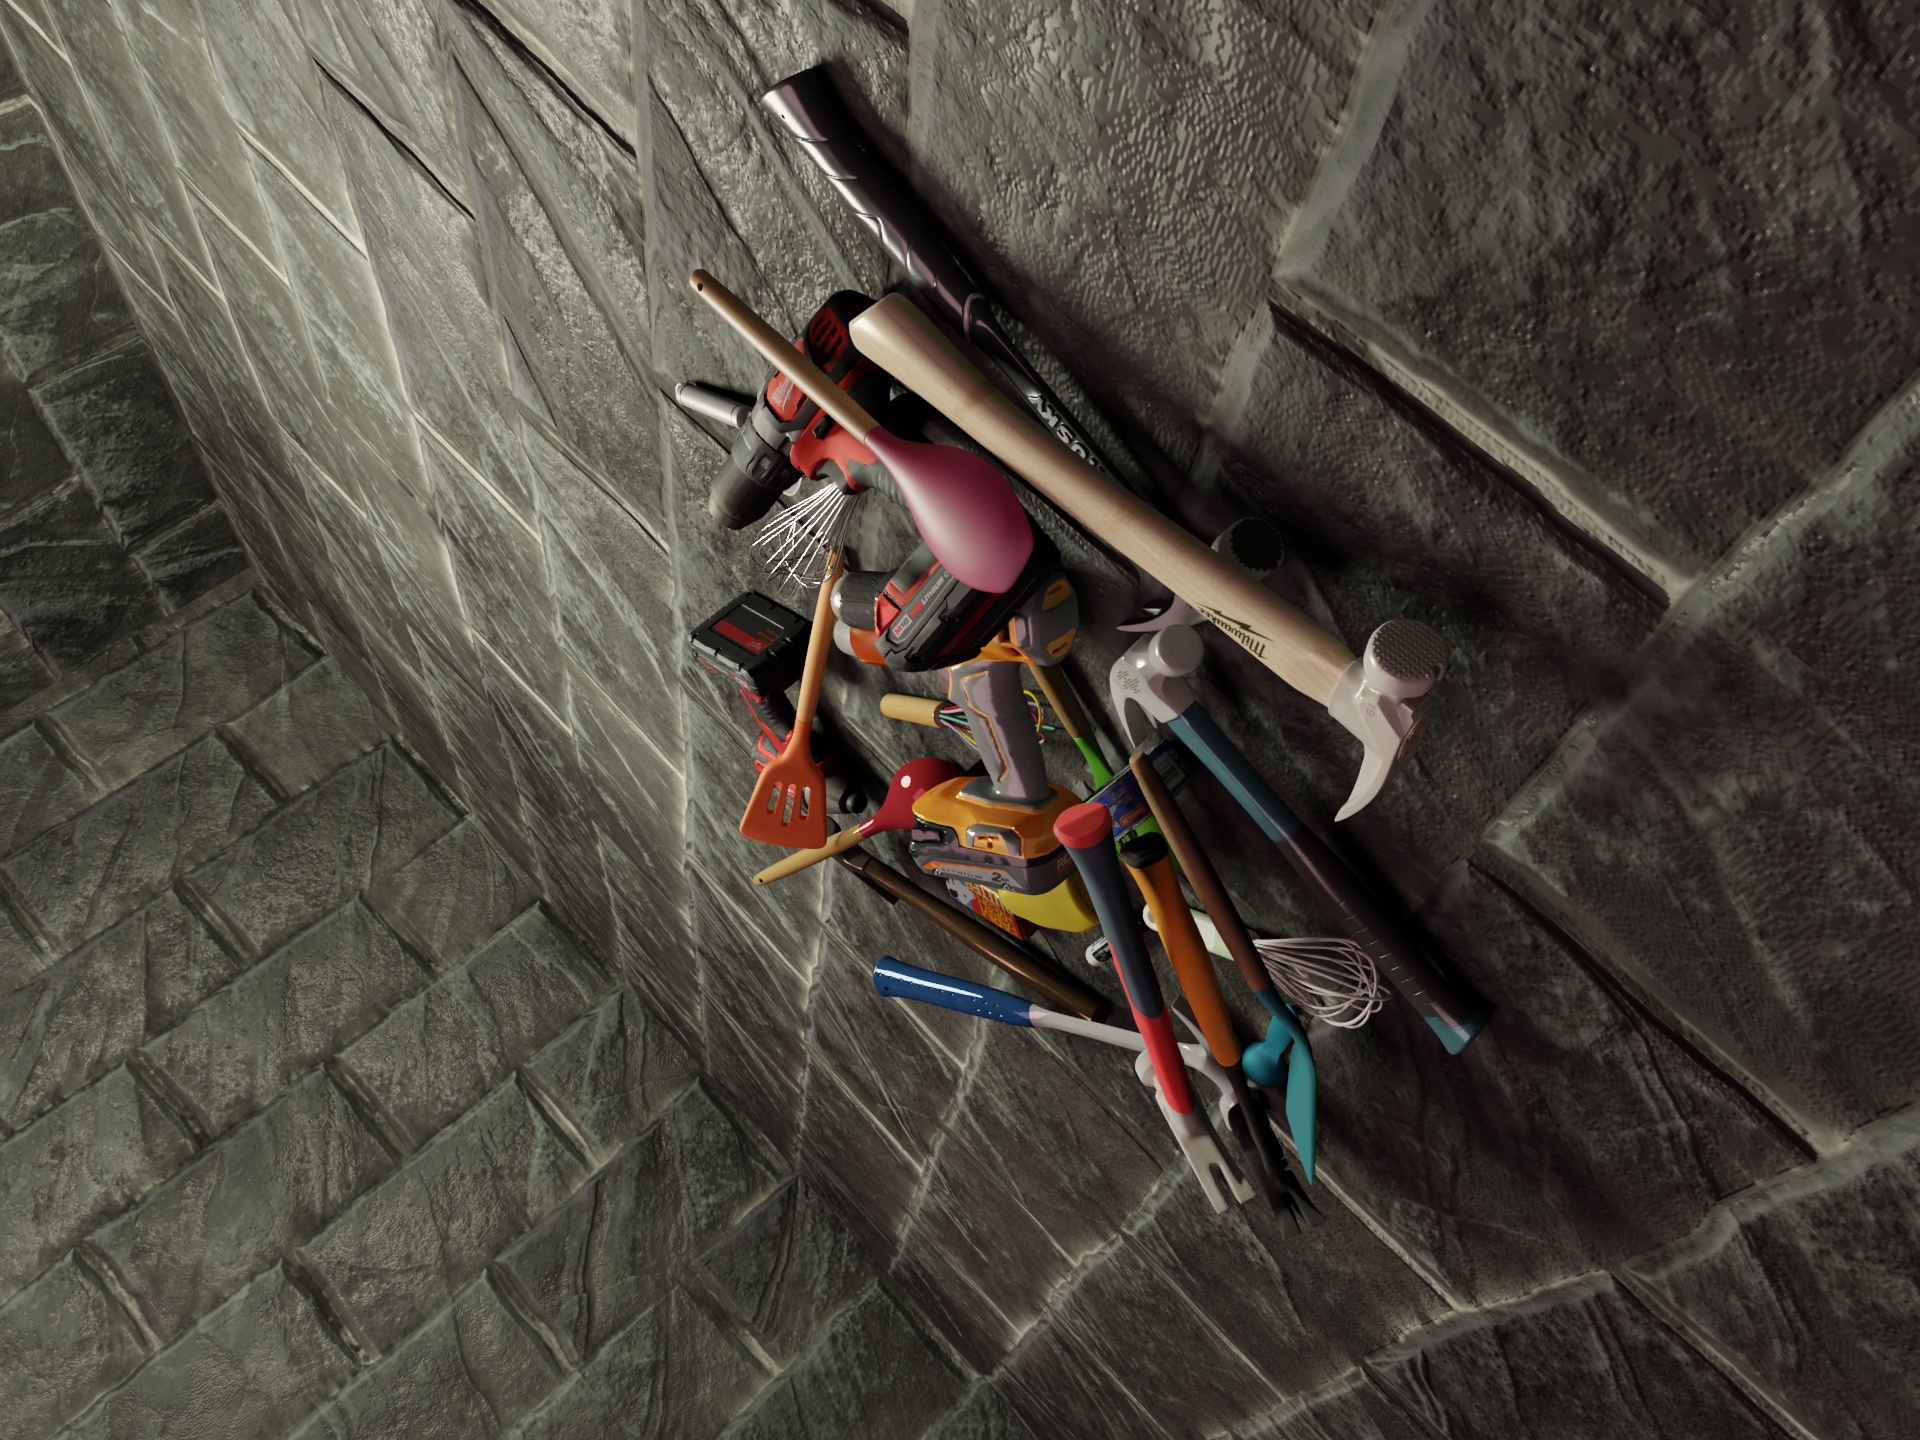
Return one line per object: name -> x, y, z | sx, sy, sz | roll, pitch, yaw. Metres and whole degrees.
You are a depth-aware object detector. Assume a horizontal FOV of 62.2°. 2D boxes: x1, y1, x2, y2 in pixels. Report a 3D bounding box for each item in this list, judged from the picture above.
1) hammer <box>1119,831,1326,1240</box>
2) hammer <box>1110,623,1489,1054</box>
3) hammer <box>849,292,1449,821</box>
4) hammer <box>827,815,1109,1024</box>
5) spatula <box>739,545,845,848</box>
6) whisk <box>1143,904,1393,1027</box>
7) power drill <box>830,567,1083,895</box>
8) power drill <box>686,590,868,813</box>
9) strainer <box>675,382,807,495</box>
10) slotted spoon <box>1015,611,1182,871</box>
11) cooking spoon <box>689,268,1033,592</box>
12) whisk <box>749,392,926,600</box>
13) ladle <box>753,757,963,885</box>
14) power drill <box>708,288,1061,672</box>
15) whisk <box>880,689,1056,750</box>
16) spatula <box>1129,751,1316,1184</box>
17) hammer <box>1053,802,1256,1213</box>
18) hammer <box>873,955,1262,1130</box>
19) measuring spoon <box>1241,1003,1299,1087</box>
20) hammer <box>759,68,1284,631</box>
hammer -> 0.182, 0.218, 1.128 | 0.127, 0.034, 0.336 | -113, -1, -61
hammer -> 0.211, 0.079, 0.982 | 0.331, 0.033, 0.128 | 48, 164, -4
hammer -> 0.085, -0.108, 0.881 | 0.411, 0.038, 0.146 | 42, 157, 24
hammer -> 0.001, 0.194, 1.497 | 0.331, 0.031, 0.130 | 30, 169, 28
spatula -> -0.130, -0.014, 1.366 | 0.081, 0.041, 0.322 | 11, 132, -6
whisk -> 0.207, 0.162, 1.120 | 0.246, 0.059, 0.058 | 13, 98, 59
power drill -> -0.002, -0.004, 1.115 | 0.185, 0.084, 0.226 | 8, 116, 33
power drill -> -0.161, -0.003, 1.487 | 0.143, 0.078, 0.219 | 29, 150, 39
strainer -> -0.159, -0.231, 1.212 | 0.259, 0.050, 0.086 | 30, 127, 49
slotted spoon -> 0.073, -0.012, 1.131 | 0.070, 0.031, 0.313 | -7, 117, 56
cooking spoon -> -0.069, -0.186, 0.964 | 0.319, 0.017, 0.068 | 45, 122, 25
whisk -> -0.087, -0.161, 1.157 | 0.070, 0.070, 0.284 | 51, 149, -1
ladle -> -0.102, 0.106, 1.457 | 0.315, 0.031, 0.069 | -28, 99, 45
power drill -> -0.063, -0.136, 1.022 | 0.188, 0.080, 0.227 | -47, 71, 32
whisk -> 0.000, -0.006, 1.256 | 0.245, 0.051, 0.047 | 11, 113, 60
spatula -> 0.177, 0.159, 1.046 | 0.317, 0.044, 0.082 | 60, -171, -16
hammer -> 0.132, 0.197, 1.098 | 0.143, 0.038, 0.385 | -119, 4, -45
hammer -> 0.074, 0.257, 1.402 | 0.406, 0.035, 0.144 | 6, 130, 42
measuring spoon -> 0.236, 0.250, 1.214 | 0.042, 0.021, 0.128 | 40, 154, 23
hammer -> 0.021, -0.218, 0.930 | 0.409, 0.036, 0.149 | 51, 156, 3
